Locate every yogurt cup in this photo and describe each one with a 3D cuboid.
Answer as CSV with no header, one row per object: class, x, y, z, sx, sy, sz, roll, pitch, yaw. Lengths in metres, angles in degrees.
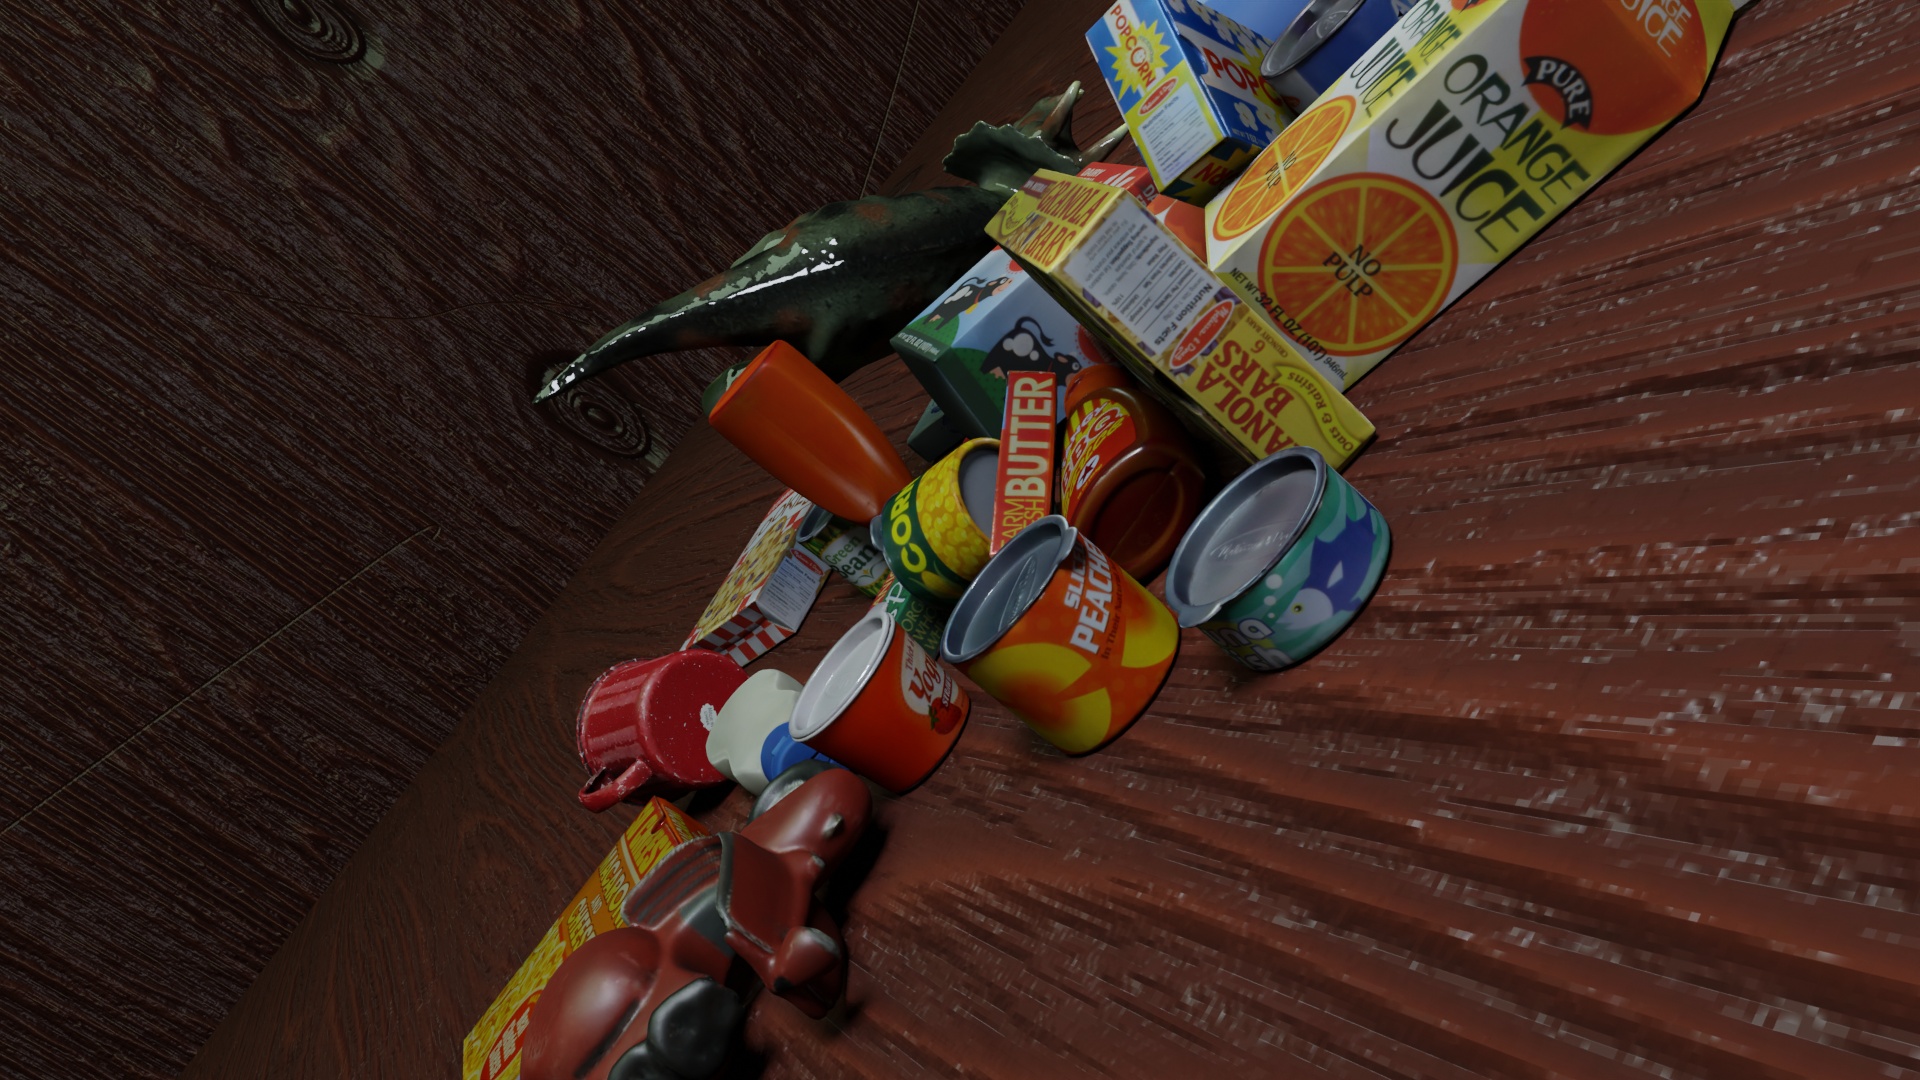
yogurt cup,-0.033,0.073,0.604,0.072,0.054,0.073,-45,17,18

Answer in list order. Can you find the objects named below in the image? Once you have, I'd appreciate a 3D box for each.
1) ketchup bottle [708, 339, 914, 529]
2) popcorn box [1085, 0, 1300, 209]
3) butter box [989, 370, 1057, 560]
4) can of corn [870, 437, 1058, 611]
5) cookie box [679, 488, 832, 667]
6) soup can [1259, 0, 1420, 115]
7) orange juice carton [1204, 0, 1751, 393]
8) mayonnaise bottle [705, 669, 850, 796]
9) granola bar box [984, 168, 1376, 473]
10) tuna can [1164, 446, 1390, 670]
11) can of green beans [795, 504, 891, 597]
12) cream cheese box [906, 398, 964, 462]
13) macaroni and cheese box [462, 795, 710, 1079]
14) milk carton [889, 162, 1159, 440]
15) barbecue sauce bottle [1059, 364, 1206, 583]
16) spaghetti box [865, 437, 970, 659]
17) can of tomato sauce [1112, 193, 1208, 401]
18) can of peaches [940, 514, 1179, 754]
ketchup bottle,-0.065,-0.042,0.772,0.064,0.148,0.044,-39,19,34
popcorn box,0.118,-0.180,0.594,0.038,0.127,0.085,-35,67,37
butter box,0.029,-0.019,0.605,0.052,0.024,0.104,84,-170,-53
can of corn,0.002,-0.008,0.659,0.058,0.071,0.071,-35,22,42
cookie box,-0.129,0.013,1.021,0.122,0.040,0.168,-33,23,47
soup can,0.177,-0.187,0.564,0.071,0.083,0.071,-45,17,18
orange juice carton,0.180,-0.149,0.490,0.192,0.072,0.073,-42,18,28
mayonnaise bottle,-0.093,0.105,0.719,0.065,0.041,0.148,-55,17,-10
granola bar box,0.075,-0.085,0.535,0.039,0.124,0.166,-48,16,9
tuna can,0.097,0.008,0.434,0.071,0.033,0.071,-45,16,17
can of green beans,-0.056,-0.008,0.839,0.071,0.058,0.071,-45,16,17
cream cheese box,0.009,-0.096,0.923,0.103,0.024,0.054,-33,24,46
macaroni and cheese box,-0.189,0.221,0.716,0.167,0.040,0.123,-53,17,-10
milk carton,0.064,-0.135,0.727,0.191,0.073,0.072,-42,26,-6
barbecue sauce bottle,0.068,-0.037,0.595,0.064,0.043,0.149,-56,13,20
spaghetti box,0.009,-0.027,0.757,0.050,0.028,0.251,-30,25,50
can of tomato sauce,0.100,-0.120,0.657,0.083,0.071,0.071,-47,16,9
can of peaches,0.037,0.033,0.496,0.071,0.058,0.071,-45,16,17
